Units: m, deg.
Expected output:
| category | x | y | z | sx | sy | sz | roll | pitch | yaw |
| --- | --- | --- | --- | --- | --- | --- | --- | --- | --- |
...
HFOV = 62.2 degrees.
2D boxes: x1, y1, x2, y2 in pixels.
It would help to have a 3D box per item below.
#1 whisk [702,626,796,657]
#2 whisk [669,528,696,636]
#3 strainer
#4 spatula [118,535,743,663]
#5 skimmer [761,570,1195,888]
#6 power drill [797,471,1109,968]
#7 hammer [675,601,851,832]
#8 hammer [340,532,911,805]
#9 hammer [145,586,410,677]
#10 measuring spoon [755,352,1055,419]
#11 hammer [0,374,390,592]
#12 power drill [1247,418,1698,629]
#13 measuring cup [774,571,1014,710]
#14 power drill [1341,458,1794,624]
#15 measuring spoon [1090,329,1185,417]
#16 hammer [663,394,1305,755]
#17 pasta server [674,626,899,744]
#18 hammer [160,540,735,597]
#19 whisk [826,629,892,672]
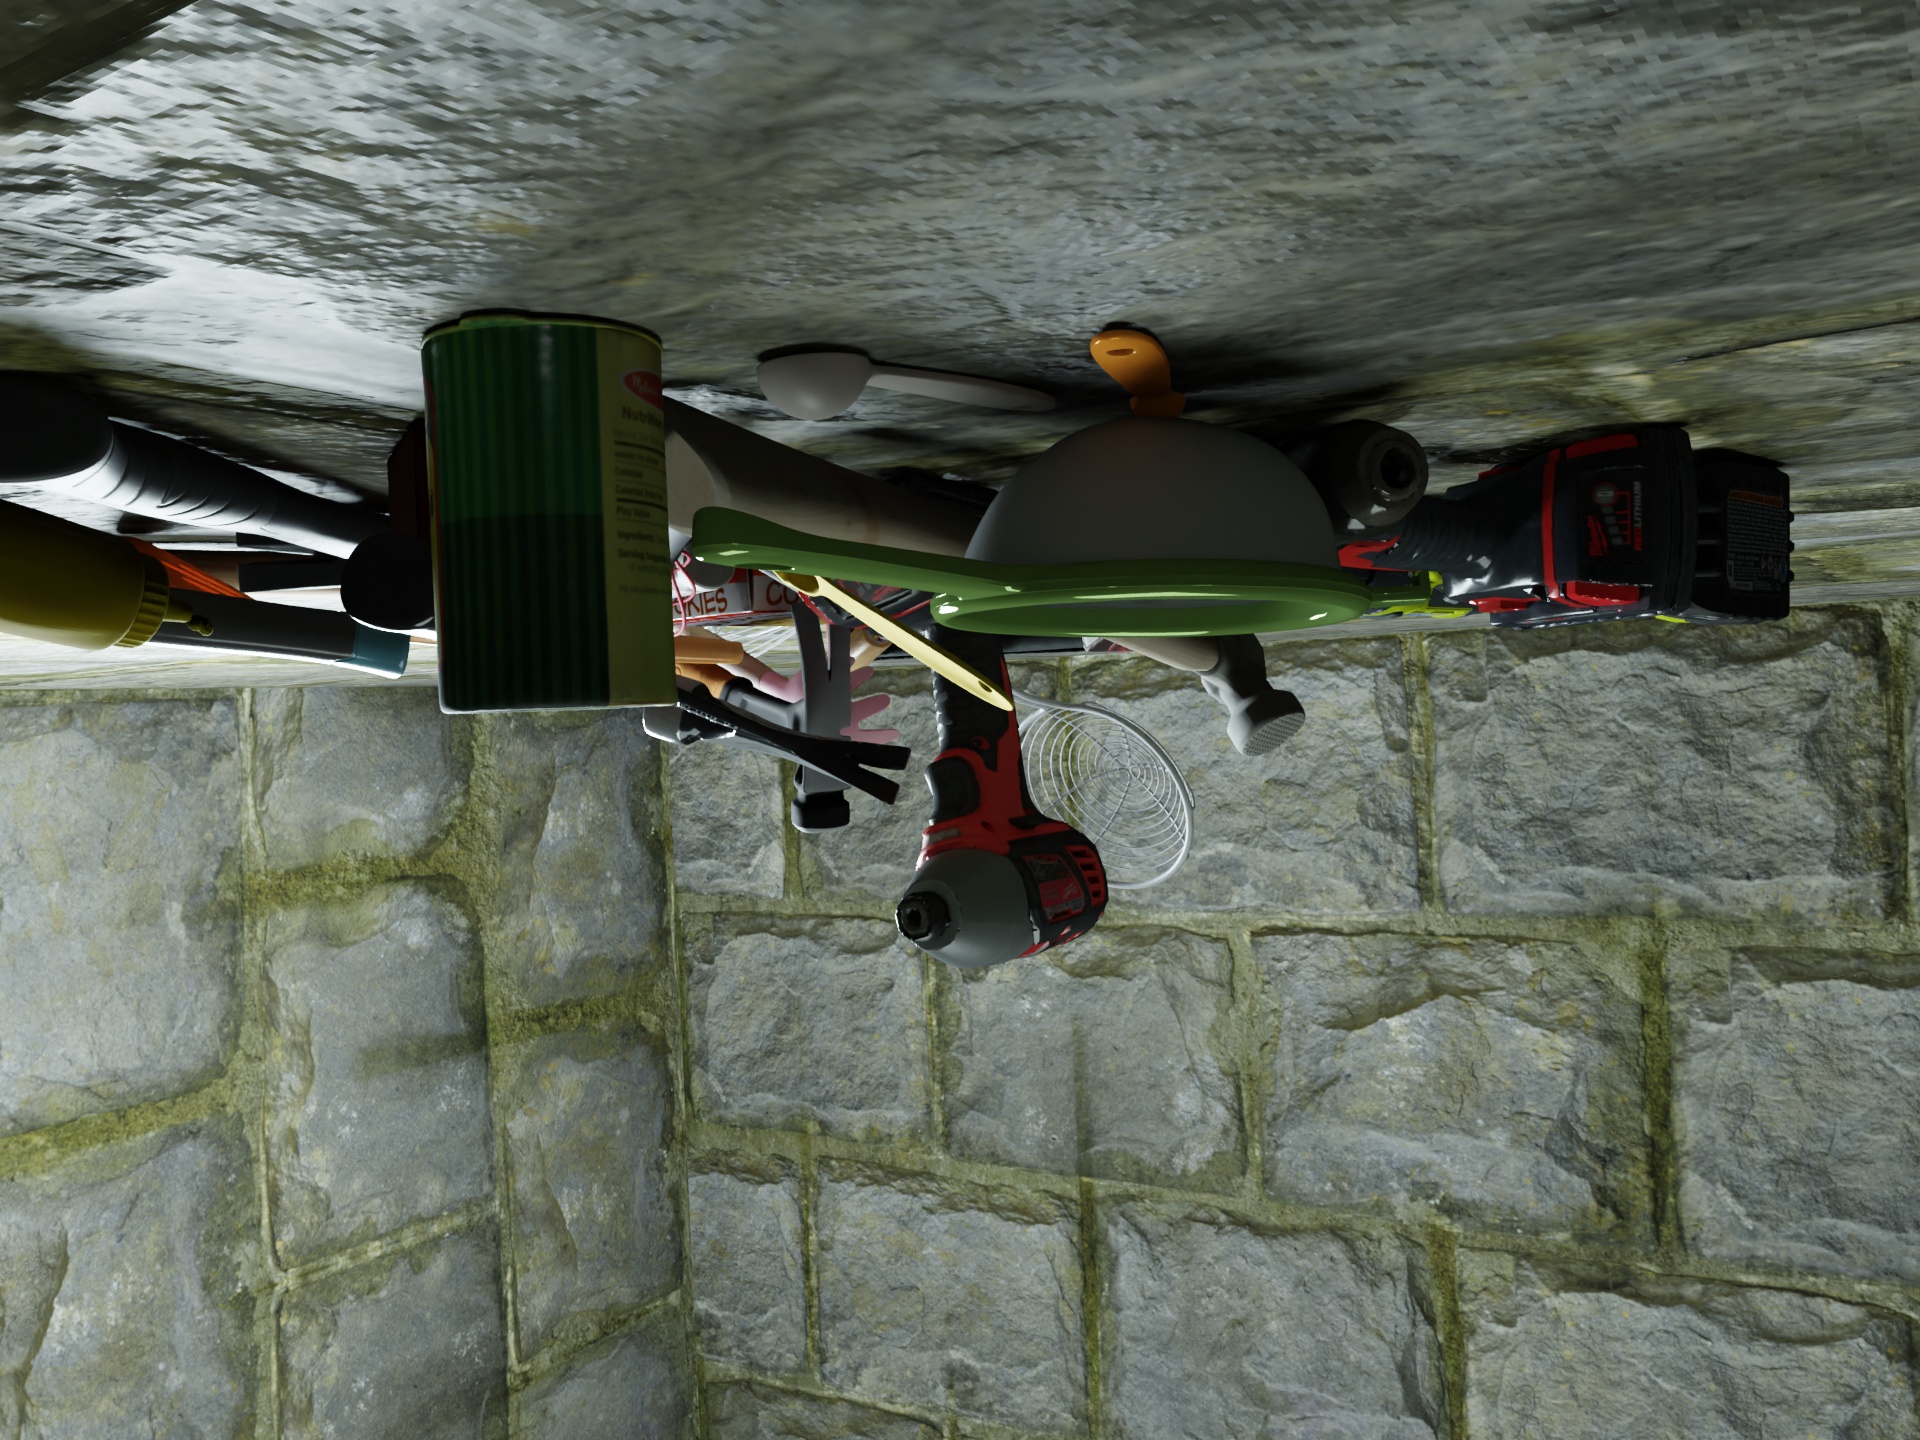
| category | x | y | z | sx | sy | sz | roll | pitch | yaw |
| --- | --- | --- | --- | --- | --- | --- | --- | --- | --- |
| whisk | -0.103 | -0.084 | 1.175 | 0.246 | 0.059 | 0.058 | -8 | -170 | 35 |
| whisk | -0.142 | -0.076 | 0.726 | 0.073 | 0.073 | 0.296 | -3 | 174 | -19 |
| strainer | 0.025 | -0.069 | 0.517 | 0.256 | 0.069 | 0.151 | 3 | 176 | -41 |
| spatula | -0.265 | -0.055 | 0.837 | 0.322 | 0.041 | 0.081 | 3 | -165 | -30 |
| skimmer | -0.001 | -0.003 | 0.873 | 0.127 | 0.090 | 0.363 | -9 | 152 | 41 |
| power drill | -0.005 | 0.005 | 0.733 | 0.078 | 0.220 | 0.143 | -19 | 172 | 29 |
| hammer | -0.152 | -0.025 | 1.005 | 0.034 | 0.127 | 0.337 | -5 | -169 | -29 |
| hammer | -0.128 | -0.013 | 0.662 | 0.149 | 0.036 | 0.408 | 16 | 176 | 12 |
| hammer | -0.409 | -0.053 | 0.685 | 0.331 | 0.033 | 0.128 | 7 | 177 | -15 |
| measuring spoon | -0.012 | -0.102 | 0.511 | 0.124 | 0.018 | 0.034 | -4 | 180 | -44 |
| hammer | -0.273 | -0.082 | 0.612 | 0.146 | 0.035 | 0.335 | -3 | 180 | 2 |
| power drill | 0.197 | -0.085 | 0.665 | 0.226 | 0.080 | 0.188 | 1 | 179 | -18 |
| measuring cup | -0.033 | -0.056 | 0.660 | 0.157 | 0.029 | 0.062 | 35 | 164 | 18 |
| power drill | 0.299 | -0.088 | 0.848 | 0.228 | 0.080 | 0.190 | 1 | -177 | 44 |
| measuring spoon | 0.058 | -0.108 | 0.511 | 0.021 | 0.011 | 0.117 | -3 | 180 | 14 |
| hammer | 0.015 | -0.073 | 0.675 | 0.038 | 0.146 | 0.410 | -41 | 151 | 25 |
| pasta server | -0.128 | -0.034 | 1.045 | 0.040 | 0.060 | 0.316 | -24 | -156 | -21 |
| hammer | -0.303 | -0.082 | 0.890 | 0.331 | 0.031 | 0.130 | -2 | 179 | -25 |
| whisk | -0.036 | -0.062 | 0.928 | 0.051 | 0.047 | 0.245 | 12 | 158 | -21 |
